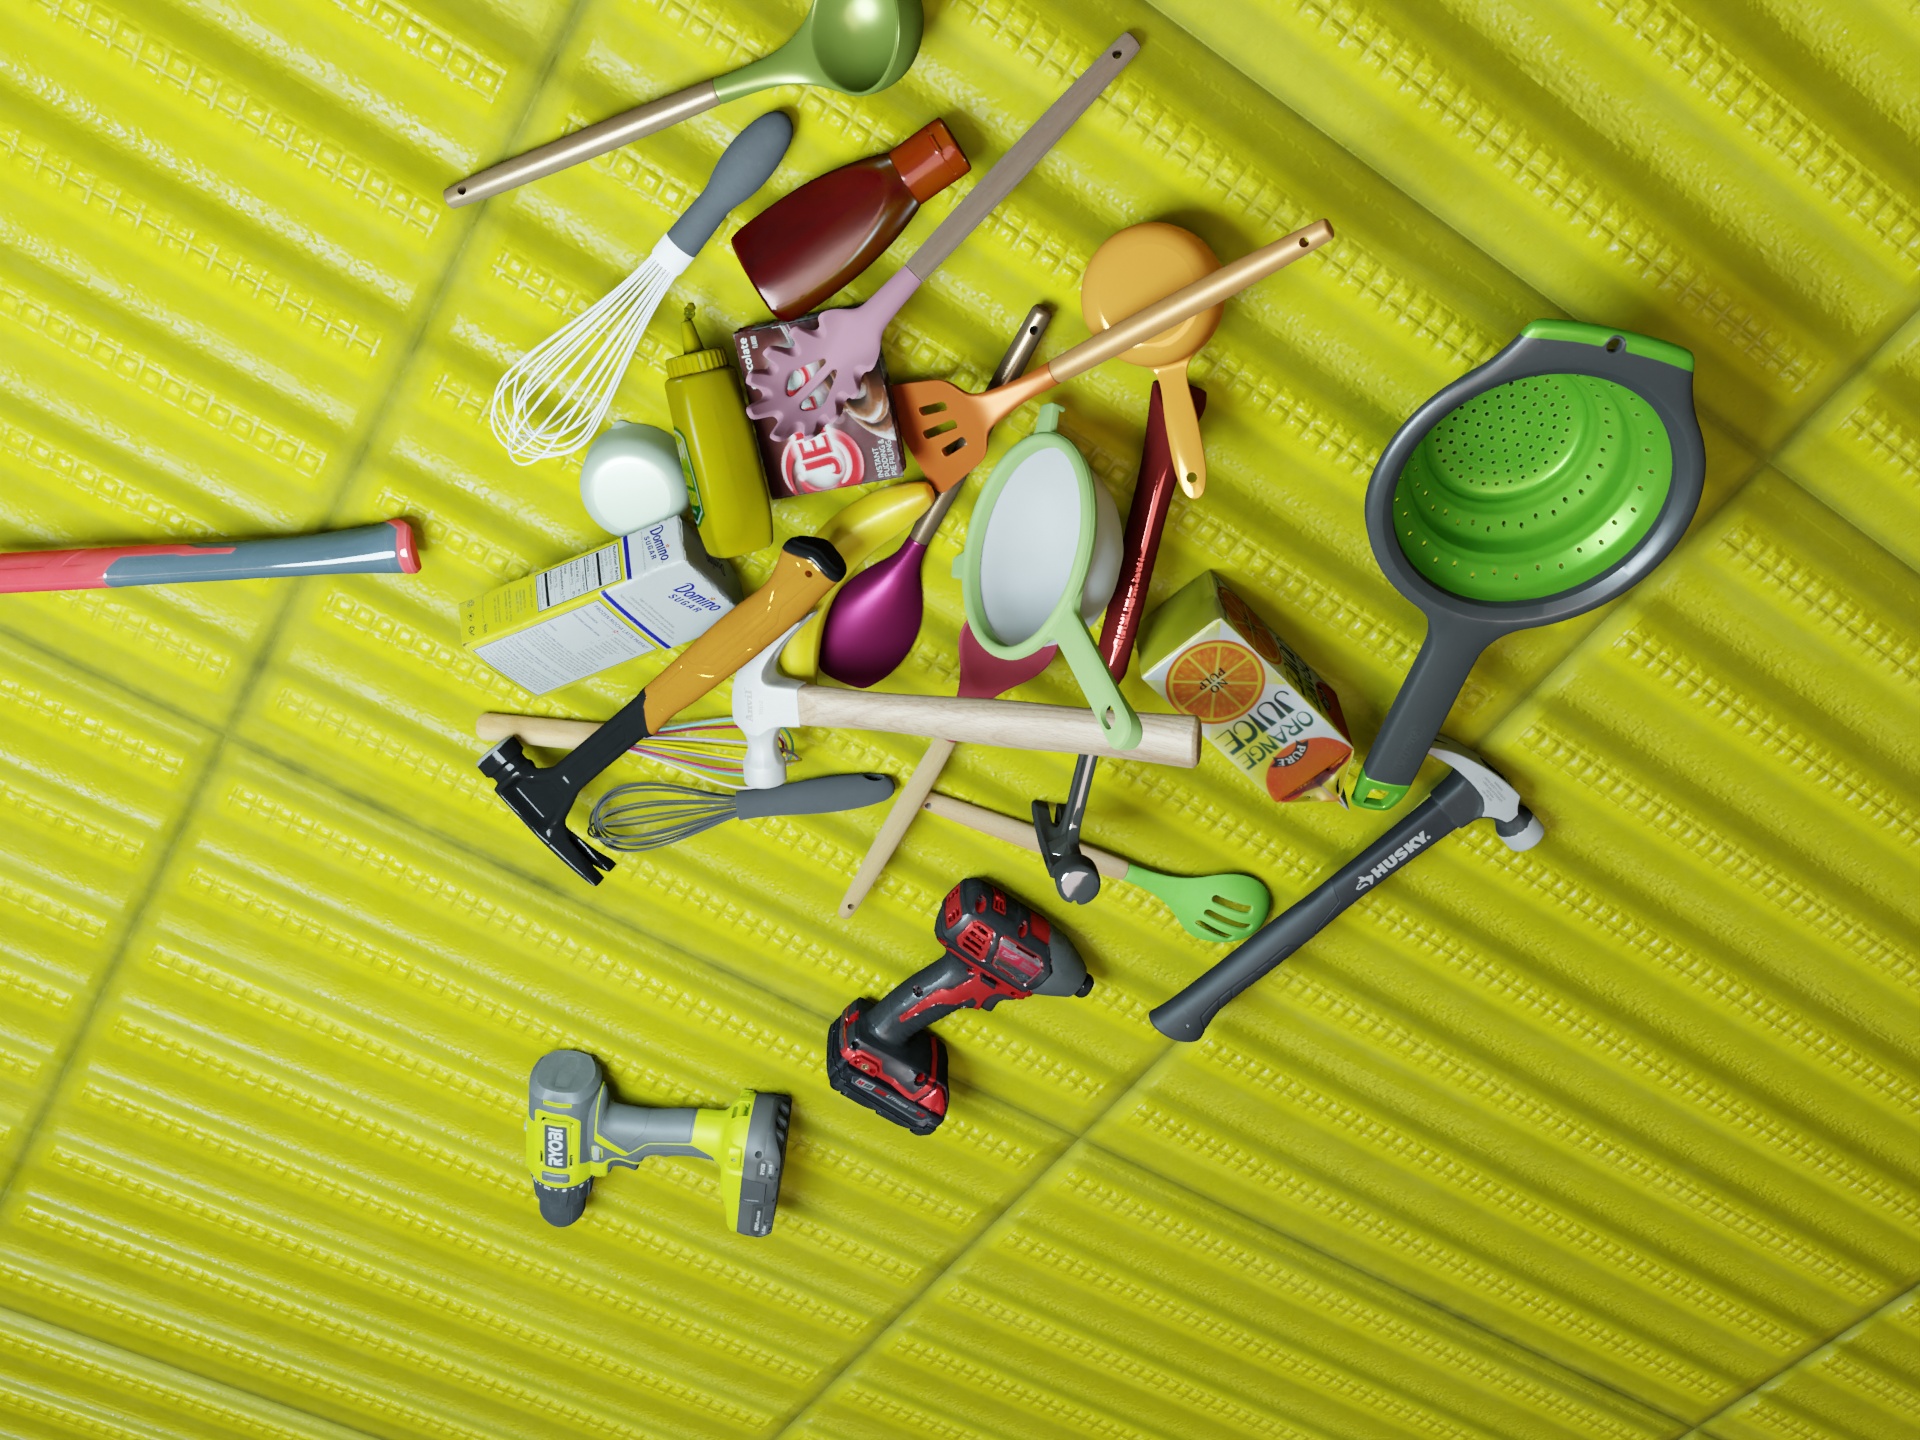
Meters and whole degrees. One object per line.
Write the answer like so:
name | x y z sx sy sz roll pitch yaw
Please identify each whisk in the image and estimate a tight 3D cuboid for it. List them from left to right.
whisk | -0.240 0.015 1.188 0.245 0.047 0.051 6 124 1
whisk | -0.200 -0.269 0.997 0.070 0.070 0.284 38 111 -22
whisk | -0.169 0.065 1.221 0.239 0.055 0.055 -7 123 0

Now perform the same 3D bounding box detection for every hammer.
hammer | -0.565 -0.096 1.072 0.386 0.143 0.038 -4 126 -2
hammer | -0.197 -0.013 1.107 0.337 0.034 0.127 -37 99 28
hammer | -0.002 -0.003 1.080 0.331 0.031 0.130 5 113 18
hammer | 0.108 -0.059 1.111 0.036 0.149 0.359 9 112 -8
hammer | 0.281 0.141 1.243 0.334 0.035 0.146 -41 114 15

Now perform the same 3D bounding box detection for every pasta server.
pasta server | -0.010 -0.290 0.958 0.060 0.040 0.316 45 103 -4

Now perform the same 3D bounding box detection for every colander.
colander | 0.343 -0.105 1.078 0.204 0.095 0.396 10 130 -6

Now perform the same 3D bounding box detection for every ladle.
ladle | -0.170 -0.363 0.932 0.320 0.062 0.078 -16 93 14
ladle | -0.020 0.033 1.194 0.069 0.031 0.315 26 116 -10

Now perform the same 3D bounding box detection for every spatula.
spatula | 0.080 -0.225 0.964 0.322 0.041 0.081 -21 107 34

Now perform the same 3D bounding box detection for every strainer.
strainer | 0.081 -0.074 1.019 0.069 0.257 0.151 8 131 -31

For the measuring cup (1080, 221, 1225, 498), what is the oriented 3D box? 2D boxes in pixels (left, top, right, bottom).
measuring cup | 0.127 -0.221 0.984 0.095 0.052 0.173 -11 98 16

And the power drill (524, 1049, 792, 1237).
power drill | -0.273 0.390 1.415 0.228 0.080 0.190 9 123 -2

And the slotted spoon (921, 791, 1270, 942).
slotted spoon | 0.106 0.113 1.258 0.313 0.031 0.070 21 118 -11

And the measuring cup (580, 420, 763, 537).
measuring cup | -0.176 -0.167 1.069 0.167 0.038 0.083 -11 123 9

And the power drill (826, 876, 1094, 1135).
power drill | 0.000 0.237 1.314 0.143 0.079 0.219 33 115 -20

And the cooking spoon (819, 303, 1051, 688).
cooking spoon | -0.018 -0.145 1.094 0.068 0.017 0.318 23 121 -13
